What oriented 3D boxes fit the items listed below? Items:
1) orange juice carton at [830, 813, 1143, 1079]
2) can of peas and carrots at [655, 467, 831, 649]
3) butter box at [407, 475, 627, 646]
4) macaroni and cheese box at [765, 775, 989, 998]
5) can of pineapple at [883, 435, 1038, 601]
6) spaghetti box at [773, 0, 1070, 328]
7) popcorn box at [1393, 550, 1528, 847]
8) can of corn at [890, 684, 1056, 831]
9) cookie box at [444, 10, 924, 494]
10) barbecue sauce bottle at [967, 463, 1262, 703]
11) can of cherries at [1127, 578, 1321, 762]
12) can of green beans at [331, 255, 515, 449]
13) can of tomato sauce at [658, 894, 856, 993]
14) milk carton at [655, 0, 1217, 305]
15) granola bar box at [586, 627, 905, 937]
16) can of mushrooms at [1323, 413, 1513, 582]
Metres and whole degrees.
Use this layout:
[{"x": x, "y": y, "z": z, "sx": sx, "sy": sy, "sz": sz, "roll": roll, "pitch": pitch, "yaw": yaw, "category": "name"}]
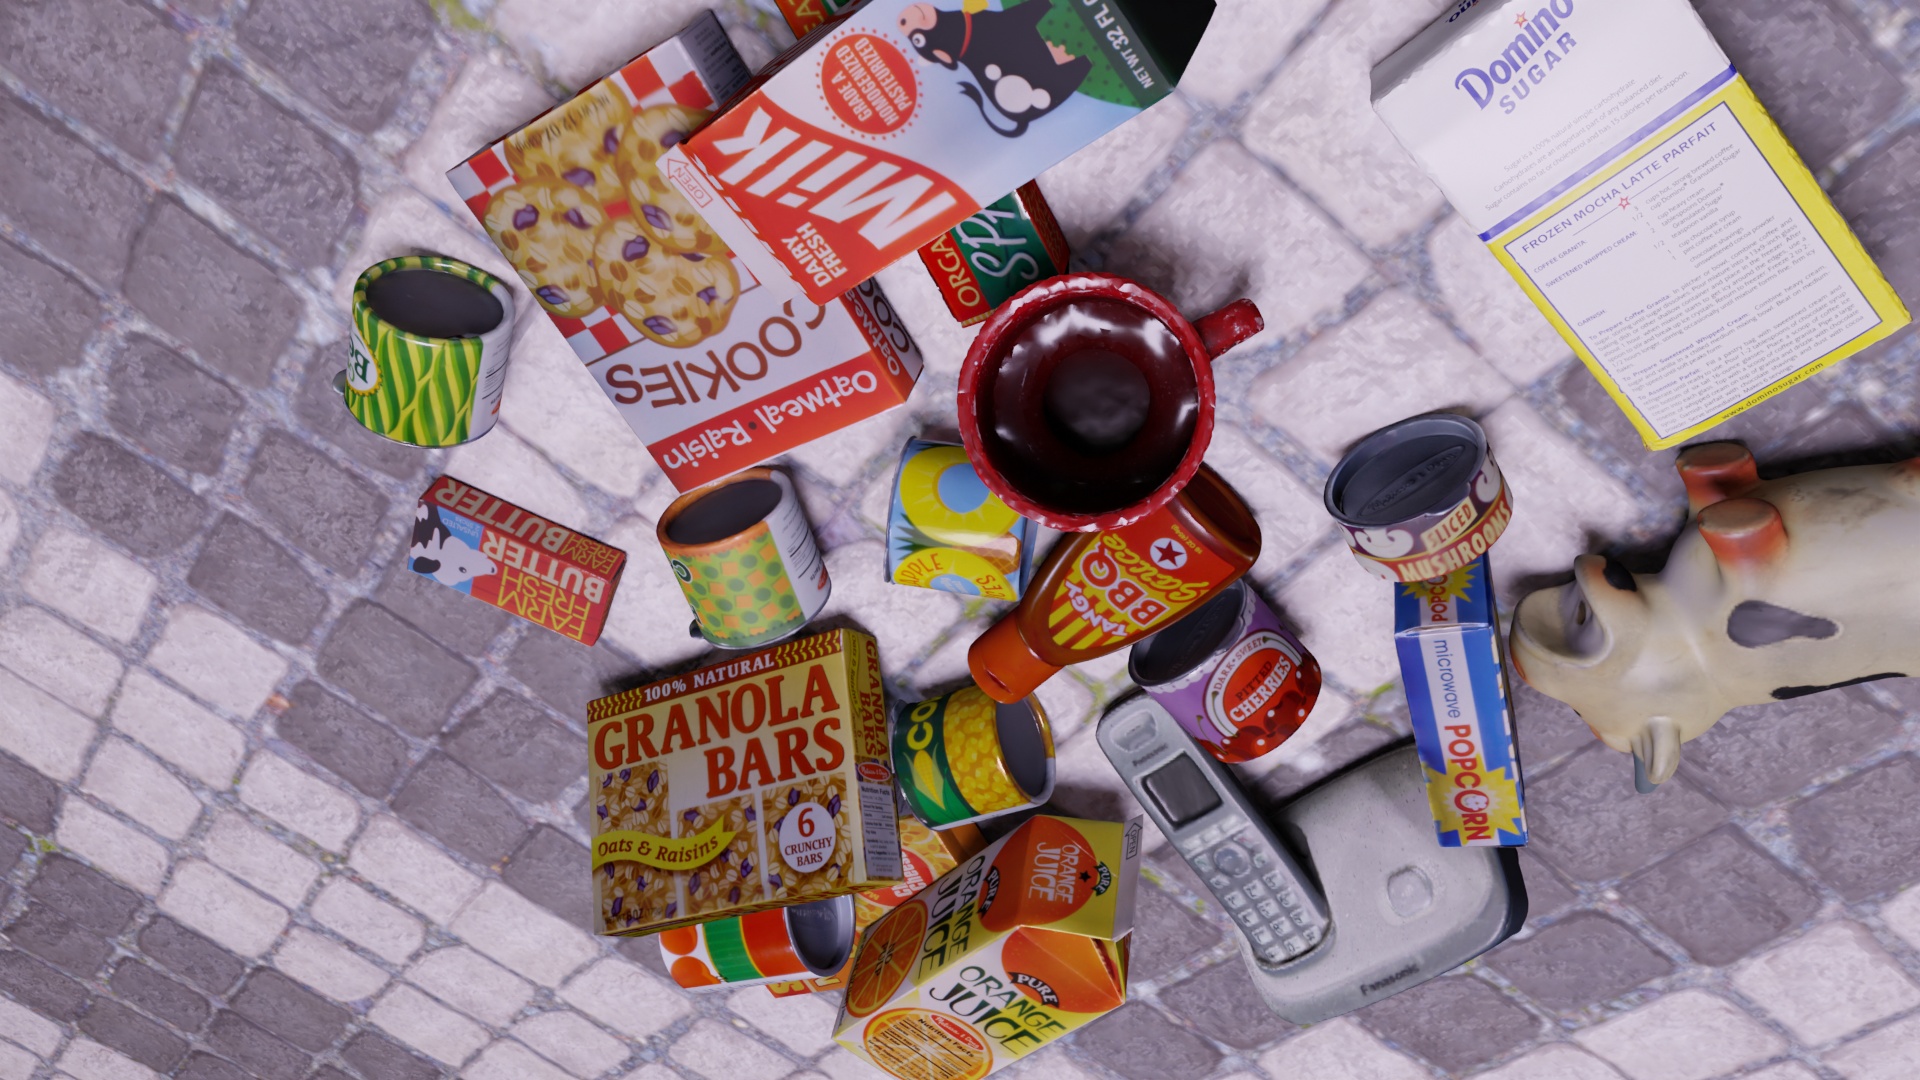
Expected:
[{"x": 0.024, "y": 0.208, "z": 0.708, "sx": 0.073, "sy": 0.072, "sz": 0.192, "roll": 38, "pitch": 124, "yaw": -16, "category": "orange juice carton"}, {"x": -0.102, "y": 0.008, "z": 0.643, "sx": 0.071, "sy": 0.071, "sz": 0.058, "roll": -6, "pitch": 124, "yaw": 18, "category": "can of peas and carrots"}, {"x": -0.224, "y": 0.011, "z": 0.704, "sx": 0.103, "sy": 0.024, "sz": 0.052, "roll": 24, "pitch": 129, "yaw": -3, "category": "butter box"}, {"x": -0.061, "y": 0.199, "z": 0.793, "sx": 0.166, "sy": 0.040, "sz": 0.123, "roll": -16, "pitch": 120, "yaw": 24, "category": "macaroni and cheese box"}, {"x": 0.002, "y": -0.008, "z": 0.604, "sx": 0.058, "sy": 0.071, "sz": 0.070, "roll": 8, "pitch": 128, "yaw": 8, "category": "can of pineapple"}, {"x": -0.035, "y": -0.191, "z": 0.501, "sx": 0.050, "sy": 0.029, "sz": 0.249, "roll": -18, "pitch": 120, "yaw": 25, "category": "spaghetti box"}, {"x": 0.211, "y": 0.057, "z": 0.588, "sx": 0.038, "sy": 0.085, "sz": 0.126, "roll": -9, "pitch": 124, "yaw": 21, "category": "popcorn box"}, {"x": 0.006, "y": 0.103, "z": 0.688, "sx": 0.058, "sy": 0.071, "sz": 0.071, "roll": -20, "pitch": 119, "yaw": 25, "category": "can of corn"}, {"x": -0.109, "y": -0.110, "z": 0.574, "sx": 0.122, "sy": 0.040, "sz": 0.167, "roll": -19, "pitch": 118, "yaw": 26, "category": "cookie box"}, {"x": 0.062, "y": 0.023, "z": 0.628, "sx": 0.065, "sy": 0.044, "sz": 0.148, "roll": 43, "pitch": 125, "yaw": -8, "category": "barbecue sauce bottle"}, {"x": 0.120, "y": 0.058, "z": 0.622, "sx": 0.071, "sy": 0.072, "sz": 0.058, "roll": -33, "pitch": 113, "yaw": 32, "category": "can of cherries"}, {"x": -0.233, "y": -0.083, "z": 0.608, "sx": 0.071, "sy": 0.071, "sz": 0.057, "roll": 23, "pitch": 128, "yaw": -3, "category": "can of green beans"}, {"x": -0.108, "y": 0.200, "z": 0.738, "sx": 0.083, "sy": 0.071, "sz": 0.071, "roll": -16, "pitch": 121, "yaw": 24, "category": "can of tomato sauce"}, {"x": -0.019, "y": -0.144, "z": 0.460, "sx": 0.190, "sy": 0.074, "sz": 0.072, "roll": -24, "pitch": 117, "yaw": 36, "category": "milk carton"}, {"x": -0.112, "y": 0.125, "z": 0.701, "sx": 0.165, "sy": 0.124, "sz": 0.039, "roll": -17, "pitch": 158, "yaw": 25, "category": "granola bar box"}, {"x": 0.183, "y": -0.016, "z": 0.551, "sx": 0.071, "sy": 0.071, "sz": 0.033, "roll": -21, "pitch": 120, "yaw": 27, "category": "can of mushrooms"}]
